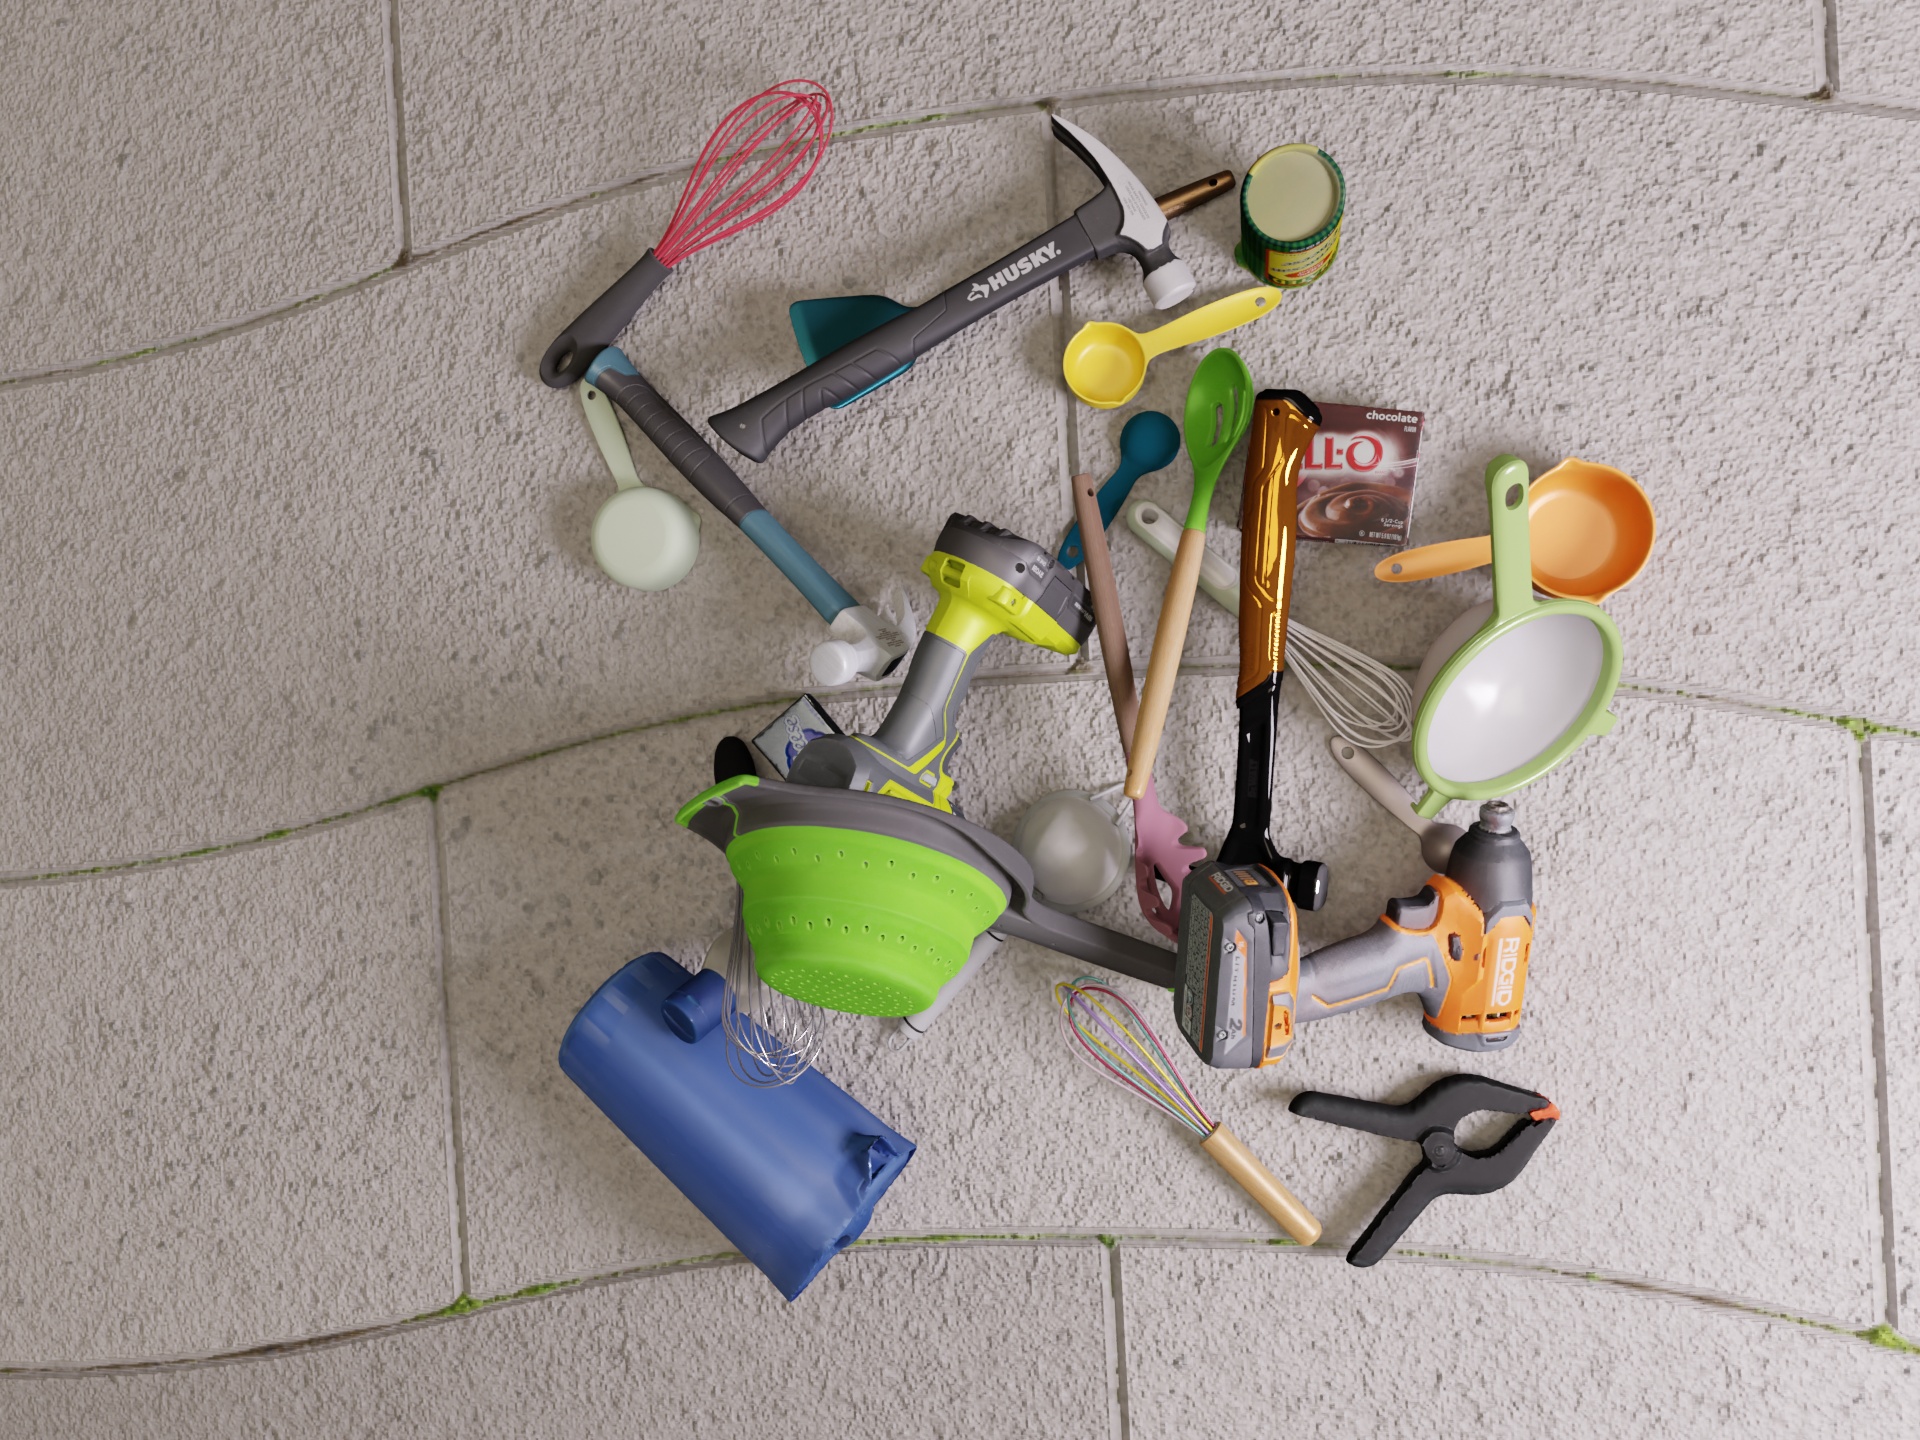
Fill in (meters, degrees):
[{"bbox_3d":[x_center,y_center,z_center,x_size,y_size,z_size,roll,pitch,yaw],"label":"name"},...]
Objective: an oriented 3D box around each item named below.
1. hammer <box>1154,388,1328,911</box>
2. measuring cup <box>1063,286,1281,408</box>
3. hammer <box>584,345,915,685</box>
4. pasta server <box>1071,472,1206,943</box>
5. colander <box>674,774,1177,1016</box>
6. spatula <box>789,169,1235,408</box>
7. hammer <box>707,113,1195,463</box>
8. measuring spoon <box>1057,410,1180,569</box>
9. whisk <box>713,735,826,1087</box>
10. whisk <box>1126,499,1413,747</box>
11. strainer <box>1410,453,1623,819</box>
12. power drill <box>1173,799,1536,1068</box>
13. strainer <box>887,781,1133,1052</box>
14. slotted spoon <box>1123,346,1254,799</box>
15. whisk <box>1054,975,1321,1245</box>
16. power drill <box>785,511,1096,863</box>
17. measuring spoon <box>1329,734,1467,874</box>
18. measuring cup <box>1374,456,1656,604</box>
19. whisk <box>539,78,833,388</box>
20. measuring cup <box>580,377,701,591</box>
[{"bbox_3d":[0.189,-0.046,1.041,0.127,0.034,0.337,8,102,24],"label":"hammer"},{"bbox_3d":[0.145,-0.260,1.093,0.156,0.029,0.062,-21,84,2],"label":"measuring cup"},{"bbox_3d":[-0.154,-0.150,1.114,0.331,0.128,0.033,46,118,16],"label":"hammer"},{"bbox_3d":[0.114,-0.007,1.042,0.040,0.060,0.316,-10,92,52],"label":"pasta server"},{"bbox_3d":[0.006,0.149,0.999,0.396,0.204,0.095,22,63,-25],"label":"colander"},{"bbox_3d":[0.040,-0.310,1.100,0.317,0.044,0.082,-22,85,10],"label":"spatula"},{"bbox_3d":[-0.021,-0.275,1.078,0.335,0.035,0.146,-28,86,5],"label":"hammer"},{"bbox_3d":[0.105,-0.158,1.100,0.042,0.021,0.128,36,96,8],"label":"measuring spoon"},{"bbox_3d":[-0.138,0.119,1.073,0.070,0.070,0.285,-24,50,11],"label":"whisk"},{"bbox_3d":[0.207,-0.068,1.071,0.246,0.059,0.058,41,79,12],"label":"whisk"},{"bbox_3d":[0.326,-0.065,0.981,0.151,0.069,0.256,-25,130,-7],"label":"strainer"},{"bbox_3d":[0.256,0.133,1.002,0.226,0.084,0.164,-3,109,-13],"label":"power drill"},{"bbox_3d":[0.031,0.140,1.114,0.087,0.050,0.258,44,102,23],"label":"strainer"},{"bbox_3d":[0.146,-0.099,1.041,0.031,0.070,0.314,21,74,-25],"label":"slotted spoon"},{"bbox_3d":[0.155,0.267,1.095,0.245,0.051,0.047,45,124,3],"label":"whisk"},{"bbox_3d":[-0.002,-0.003,1.060,0.080,0.190,0.228,26,85,36],"label":"power drill"},{"bbox_3d":[0.295,0.055,1.070,0.124,0.018,0.034,45,99,8],"label":"measuring spoon"},{"bbox_3d":[0.358,-0.113,1.038,0.173,0.052,0.095,-11,89,13],"label":"measuring cup"},{"bbox_3d":[-0.202,-0.344,1.142,0.296,0.073,0.073,-41,84,16],"label":"whisk"},{"bbox_3d":[-0.249,-0.175,1.160,0.083,0.038,0.167,-22,89,11],"label":"measuring cup"}]
